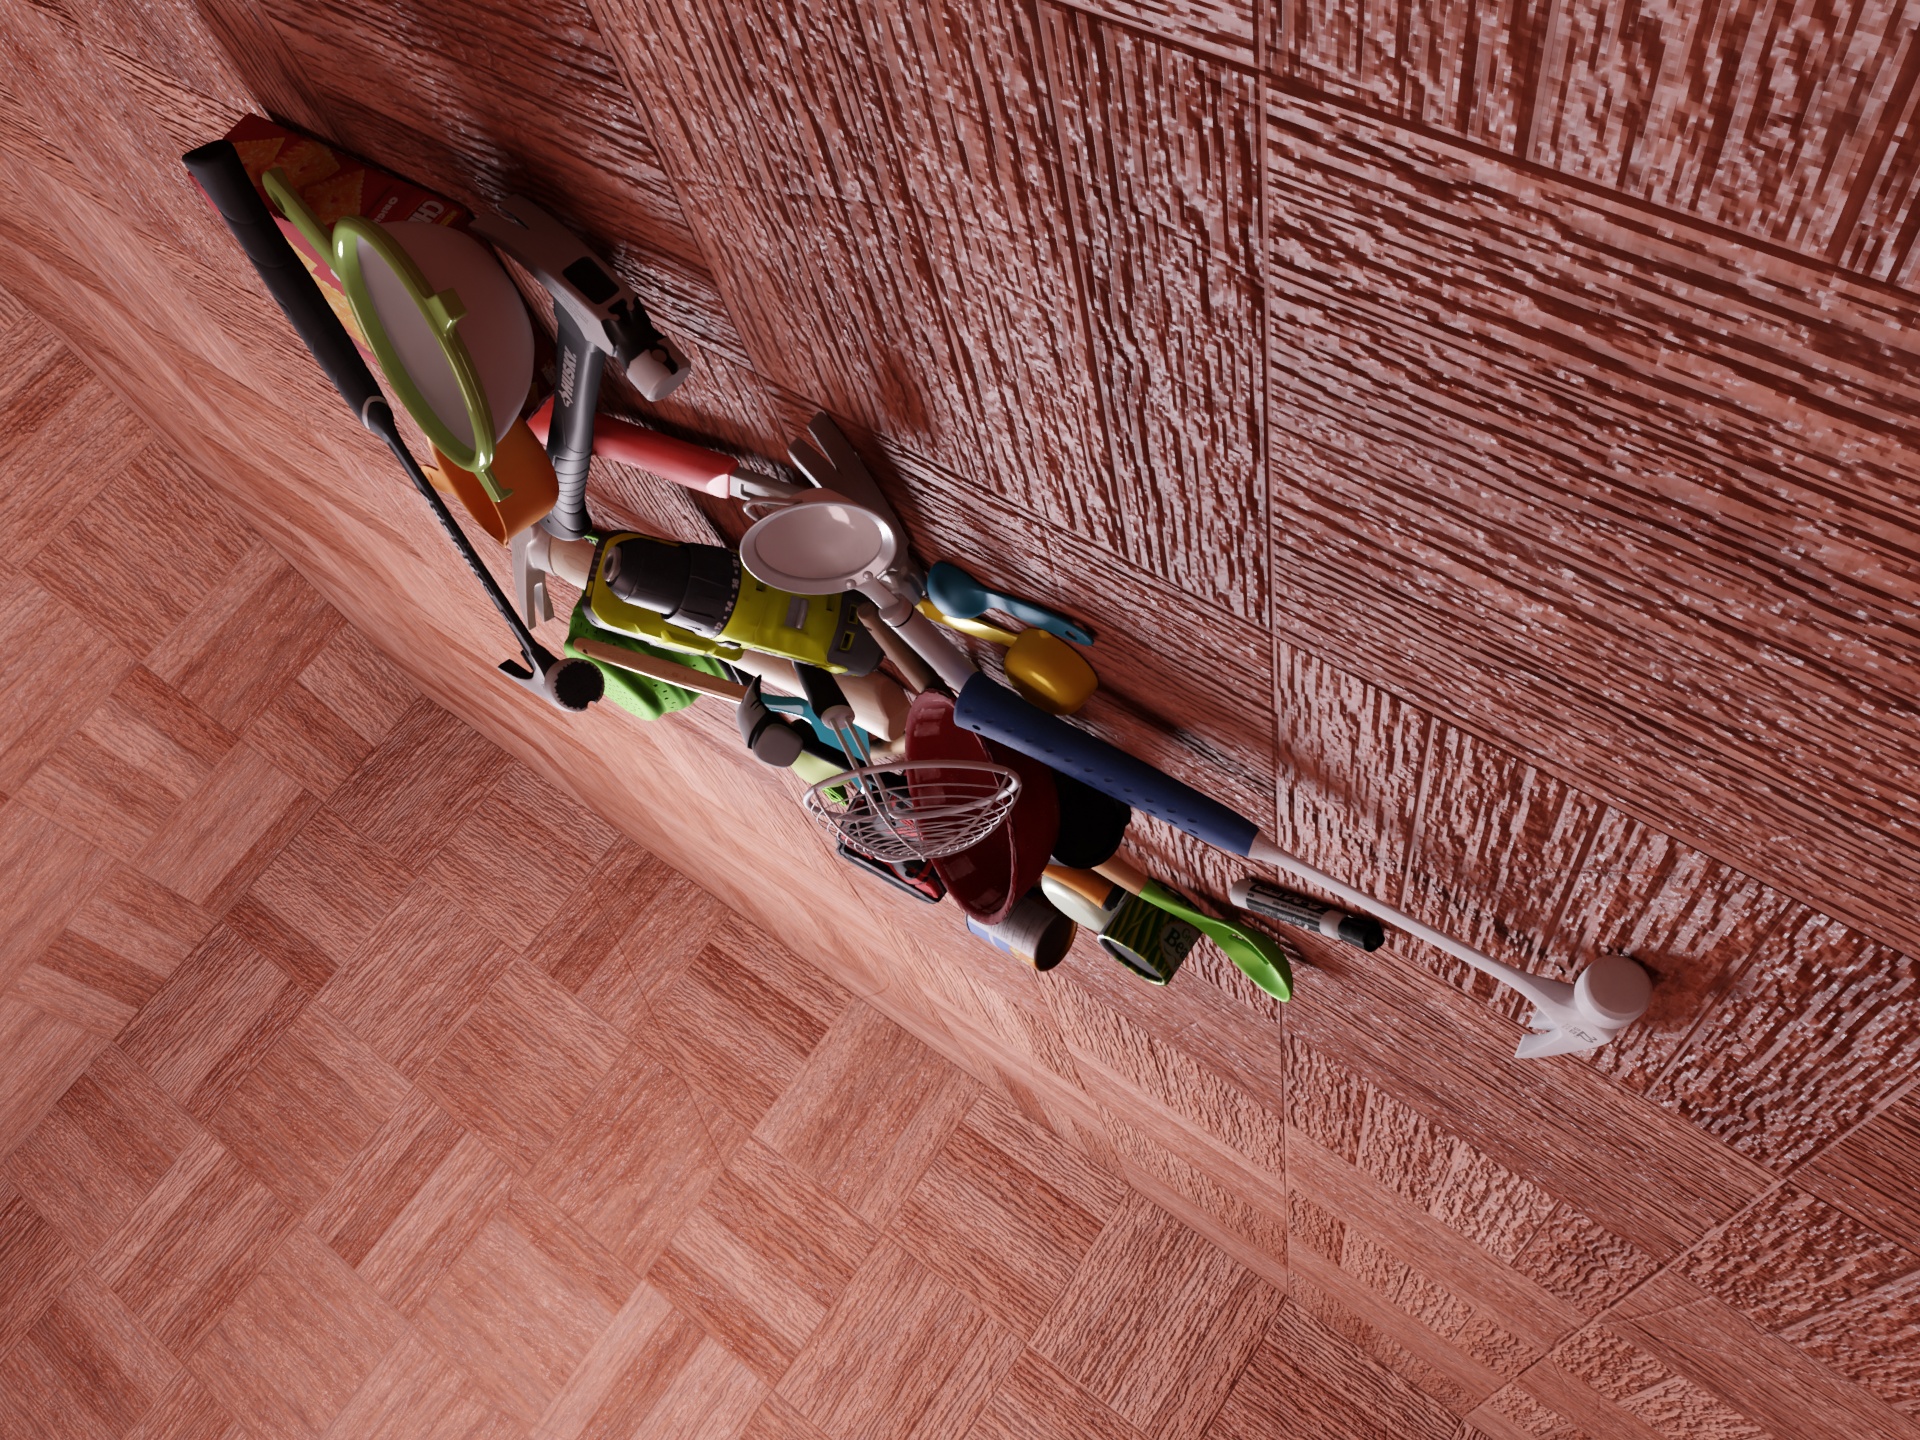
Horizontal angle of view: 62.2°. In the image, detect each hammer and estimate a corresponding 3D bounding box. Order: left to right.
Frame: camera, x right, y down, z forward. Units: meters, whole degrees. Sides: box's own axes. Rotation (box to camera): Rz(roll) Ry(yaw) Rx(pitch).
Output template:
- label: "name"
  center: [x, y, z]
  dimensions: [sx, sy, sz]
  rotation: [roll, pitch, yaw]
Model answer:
- label: "hammer"
  center: [-0.366, -0.182, 1.030]
  dimensions: [0.149, 0.036, 0.408]
  rotation: [9, 132, 62]
- label: "hammer"
  center: [-0.251, -0.198, 1.016]
  dimensions: [0.146, 0.035, 0.334]
  rotation: [47, 157, 0]
- label: "hammer"
  center: [-0.176, -0.171, 1.033]
  dimensions: [0.359, 0.037, 0.148]
  rotation: [24, 159, 39]
- label: "hammer"
  center: [-0.216, -0.071, 1.310]
  dimensions: [0.411, 0.038, 0.146]
  rotation: [26, 129, 25]
- label: "hammer"
  center: [-0.016, 0.064, 1.201]
  dimensions: [0.336, 0.034, 0.127]
  rotation: [27, -171, -22]
- label: "hammer"
  center: [0.178, 0.078, 0.912]
  dimensions: [0.406, 0.035, 0.144]
  rotation: [27, 162, 16]

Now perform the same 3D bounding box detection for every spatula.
- label: "spatula"
  center: [-0.204, -0.021, 1.353]
  dimensions: [0.317, 0.044, 0.082]
  rotation: [17, 133, 21]
- label: "spatula"
  center: [-0.002, -0.004, 1.114]
  dimensions: [0.060, 0.018, 0.315]
  rotation: [23, 166, 30]

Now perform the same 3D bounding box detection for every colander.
- label: "colander"
  center: [-0.254, -0.015, 1.527]
  dimensions: [0.205, 0.094, 0.396]
  rotation: [15, 153, 54]

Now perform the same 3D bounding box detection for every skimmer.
- label: "skimmer"
  center: [-0.064, -0.005, 1.044]
  dimensions: [0.127, 0.090, 0.364]
  rotation: [-1, -157, -17]

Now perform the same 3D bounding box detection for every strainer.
- label: "strainer"
  center: [-0.315, -0.254, 0.913]
  dimensions: [0.257, 0.069, 0.151]
  rotation: [46, 154, 25]
- label: "strainer"
  center: [-0.043, -0.070, 0.925]
  dimensions: [0.087, 0.050, 0.258]
  rotation: [-21, 140, 24]

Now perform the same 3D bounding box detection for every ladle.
- label: "ladle"
  center: [-0.067, 0.013, 1.324]
  dimensions: [0.078, 0.062, 0.320]
  rotation: [27, 162, -21]

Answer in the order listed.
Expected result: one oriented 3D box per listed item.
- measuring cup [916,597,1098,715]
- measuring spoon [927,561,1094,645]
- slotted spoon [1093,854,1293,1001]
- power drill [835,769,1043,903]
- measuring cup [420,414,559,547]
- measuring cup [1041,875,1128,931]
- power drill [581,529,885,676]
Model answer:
- label: "measuring cup"
  center: [0.014, -0.044, 0.985]
  dimensions: [0.157, 0.029, 0.062]
  rotation: [24, 159, 33]
- label: "measuring spoon"
  center: [0.025, -0.060, 0.931]
  dimensions: [0.129, 0.021, 0.042]
  rotation: [25, 160, 40]
- label: "slotted spoon"
  center: [0.115, 0.109, 1.180]
  dimensions: [0.314, 0.031, 0.070]
  rotation: [32, 162, 11]
- label: "power drill"
  center: [-0.015, 0.096, 1.353]
  dimensions: [0.143, 0.078, 0.219]
  rotation: [30, 162, -13]
- label: "measuring cup"
  center: [-0.324, -0.174, 1.076]
  dimensions: [0.174, 0.052, 0.095]
  rotation: [19, 141, 58]
- label: "measuring cup"
  center: [0.113, 0.165, 1.344]
  dimensions: [0.083, 0.038, 0.167]
  rotation: [28, 160, 30]
- label: "power drill"
  center: [-0.178, -0.086, 1.098]
  dimensions: [0.190, 0.080, 0.229]
  rotation: [14, 179, -31]
